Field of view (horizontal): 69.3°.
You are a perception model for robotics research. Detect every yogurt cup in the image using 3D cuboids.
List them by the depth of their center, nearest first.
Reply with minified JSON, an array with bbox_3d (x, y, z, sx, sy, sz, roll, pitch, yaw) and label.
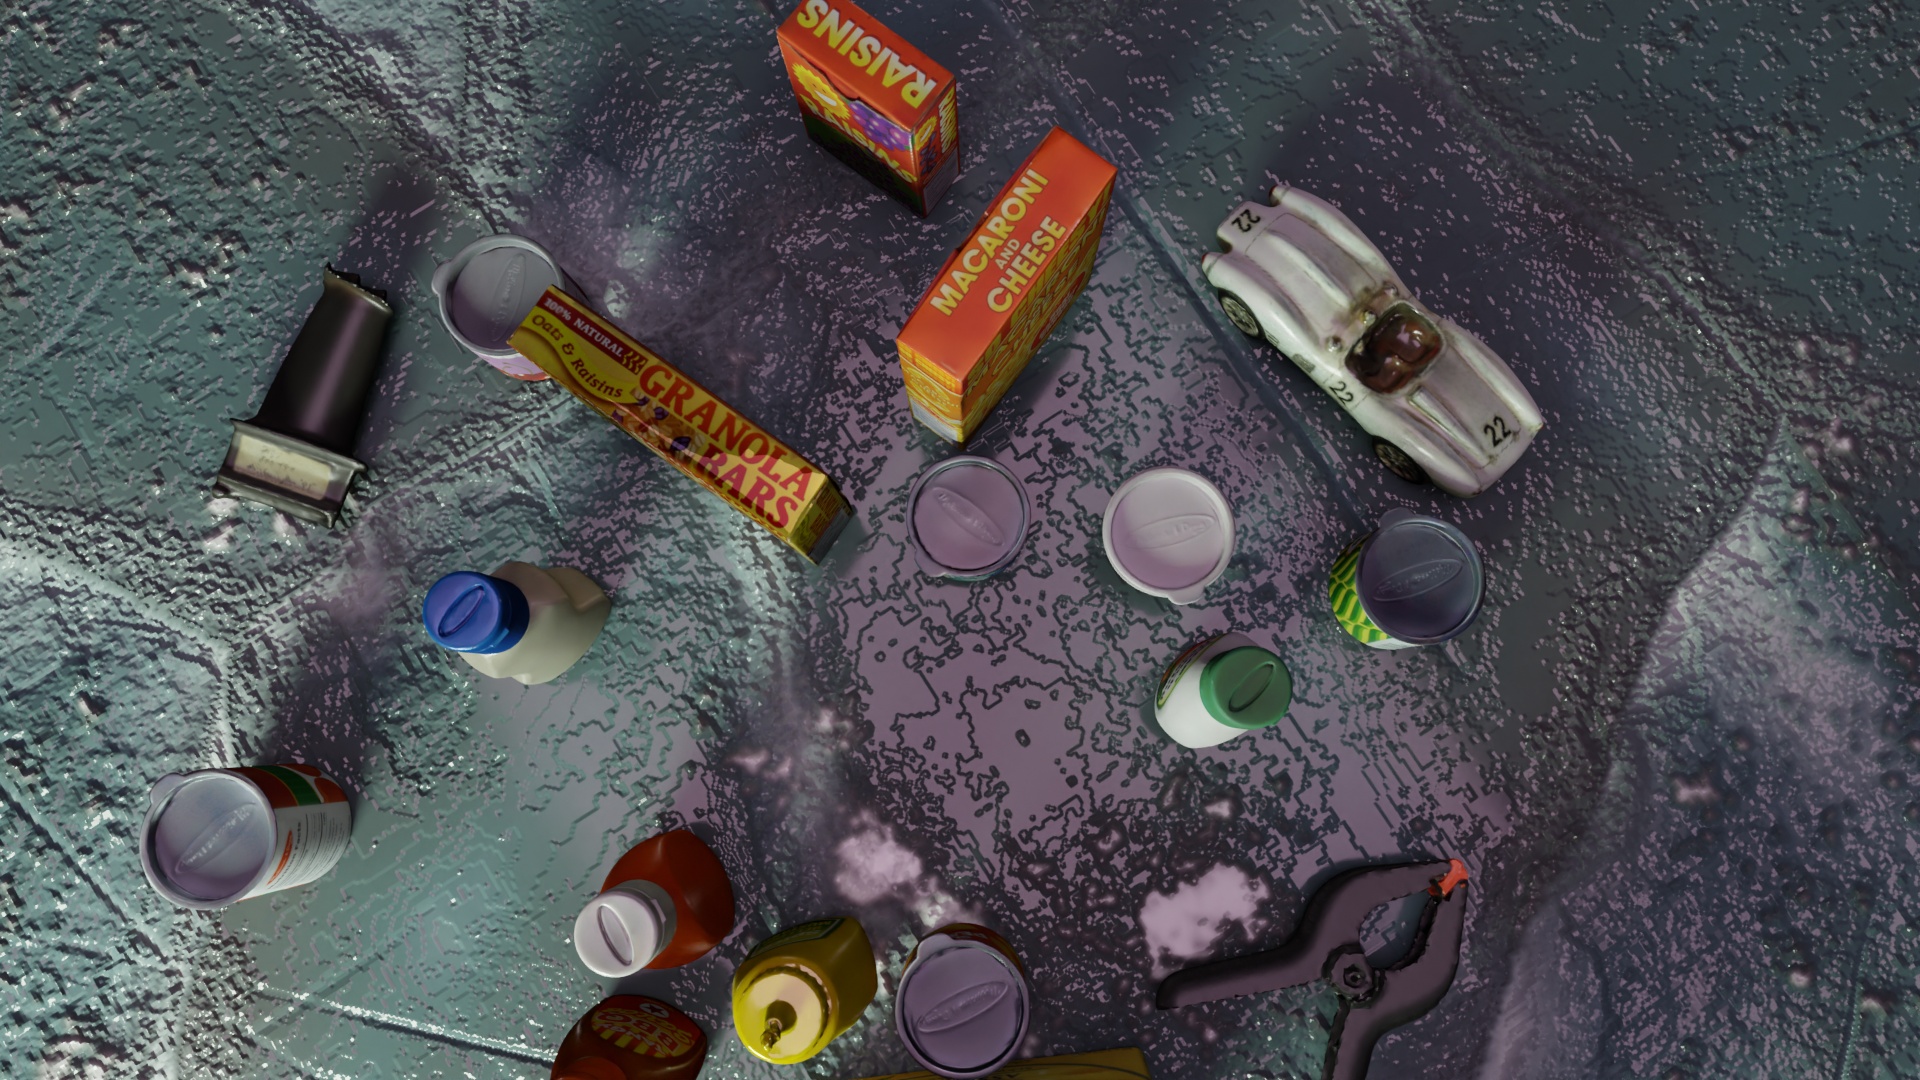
[{"bbox_3d":[0.107,-0.002,0.732,0.072,0.054,0.072,0,83,1],"label":"yogurt cup"}]

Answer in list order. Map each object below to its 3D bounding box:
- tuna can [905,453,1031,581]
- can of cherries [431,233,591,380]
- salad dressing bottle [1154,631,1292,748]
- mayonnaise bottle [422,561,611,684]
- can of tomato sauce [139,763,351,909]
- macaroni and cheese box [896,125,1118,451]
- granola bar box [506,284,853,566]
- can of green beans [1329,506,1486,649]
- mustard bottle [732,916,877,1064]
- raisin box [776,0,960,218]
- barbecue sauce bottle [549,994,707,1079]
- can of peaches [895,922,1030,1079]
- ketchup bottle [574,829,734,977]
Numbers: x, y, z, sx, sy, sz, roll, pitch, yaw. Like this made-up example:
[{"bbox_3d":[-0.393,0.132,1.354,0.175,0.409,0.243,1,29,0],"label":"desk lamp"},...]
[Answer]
[{"bbox_3d":[0.003,-0.009,0.745,0.071,0.033,0.071,0,83,1],"label":"tuna can"},{"bbox_3d":[-0.240,-0.126,0.750,0.071,0.058,0.071,0,83,1],"label":"can of cherries"},{"bbox_3d":[0.128,0.072,0.675,0.044,0.147,0.064,43,85,5],"label":"salad dressing bottle"},{"bbox_3d":[-0.218,0.039,0.683,0.041,0.148,0.065,39,85,5],"label":"mayonnaise bottle"},{"bbox_3d":[-0.360,0.146,0.703,0.071,0.083,0.071,0,83,1],"label":"can of tomato sauce"},{"bbox_3d":[0.021,-0.118,0.692,0.040,0.166,0.124,36,85,5],"label":"macaroni and cheese box"},{"bbox_3d":[-0.135,-0.055,0.706,0.165,0.124,0.039,35,85,5],"label":"granola bar box"},{"bbox_3d":[0.232,0.023,0.726,0.071,0.057,0.071,0,83,1],"label":"can of green beans"},{"bbox_3d":[-0.076,0.212,0.652,0.065,0.160,0.049,-17,83,-1],"label":"mustard bottle"},{"bbox_3d":[-0.045,-0.227,0.729,0.086,0.123,0.040,38,85,5],"label":"raisin box"},{"bbox_3d":[-0.164,0.253,0.653,0.065,0.148,0.044,21,84,3],"label":"barbecue sauce bottle"},{"bbox_3d":[0.001,0.228,0.701,0.071,0.058,0.071,0,83,1],"label":"can of peaches"},{"bbox_3d":[-0.145,0.175,0.663,0.043,0.148,0.065,-28,83,-3],"label":"ketchup bottle"}]
